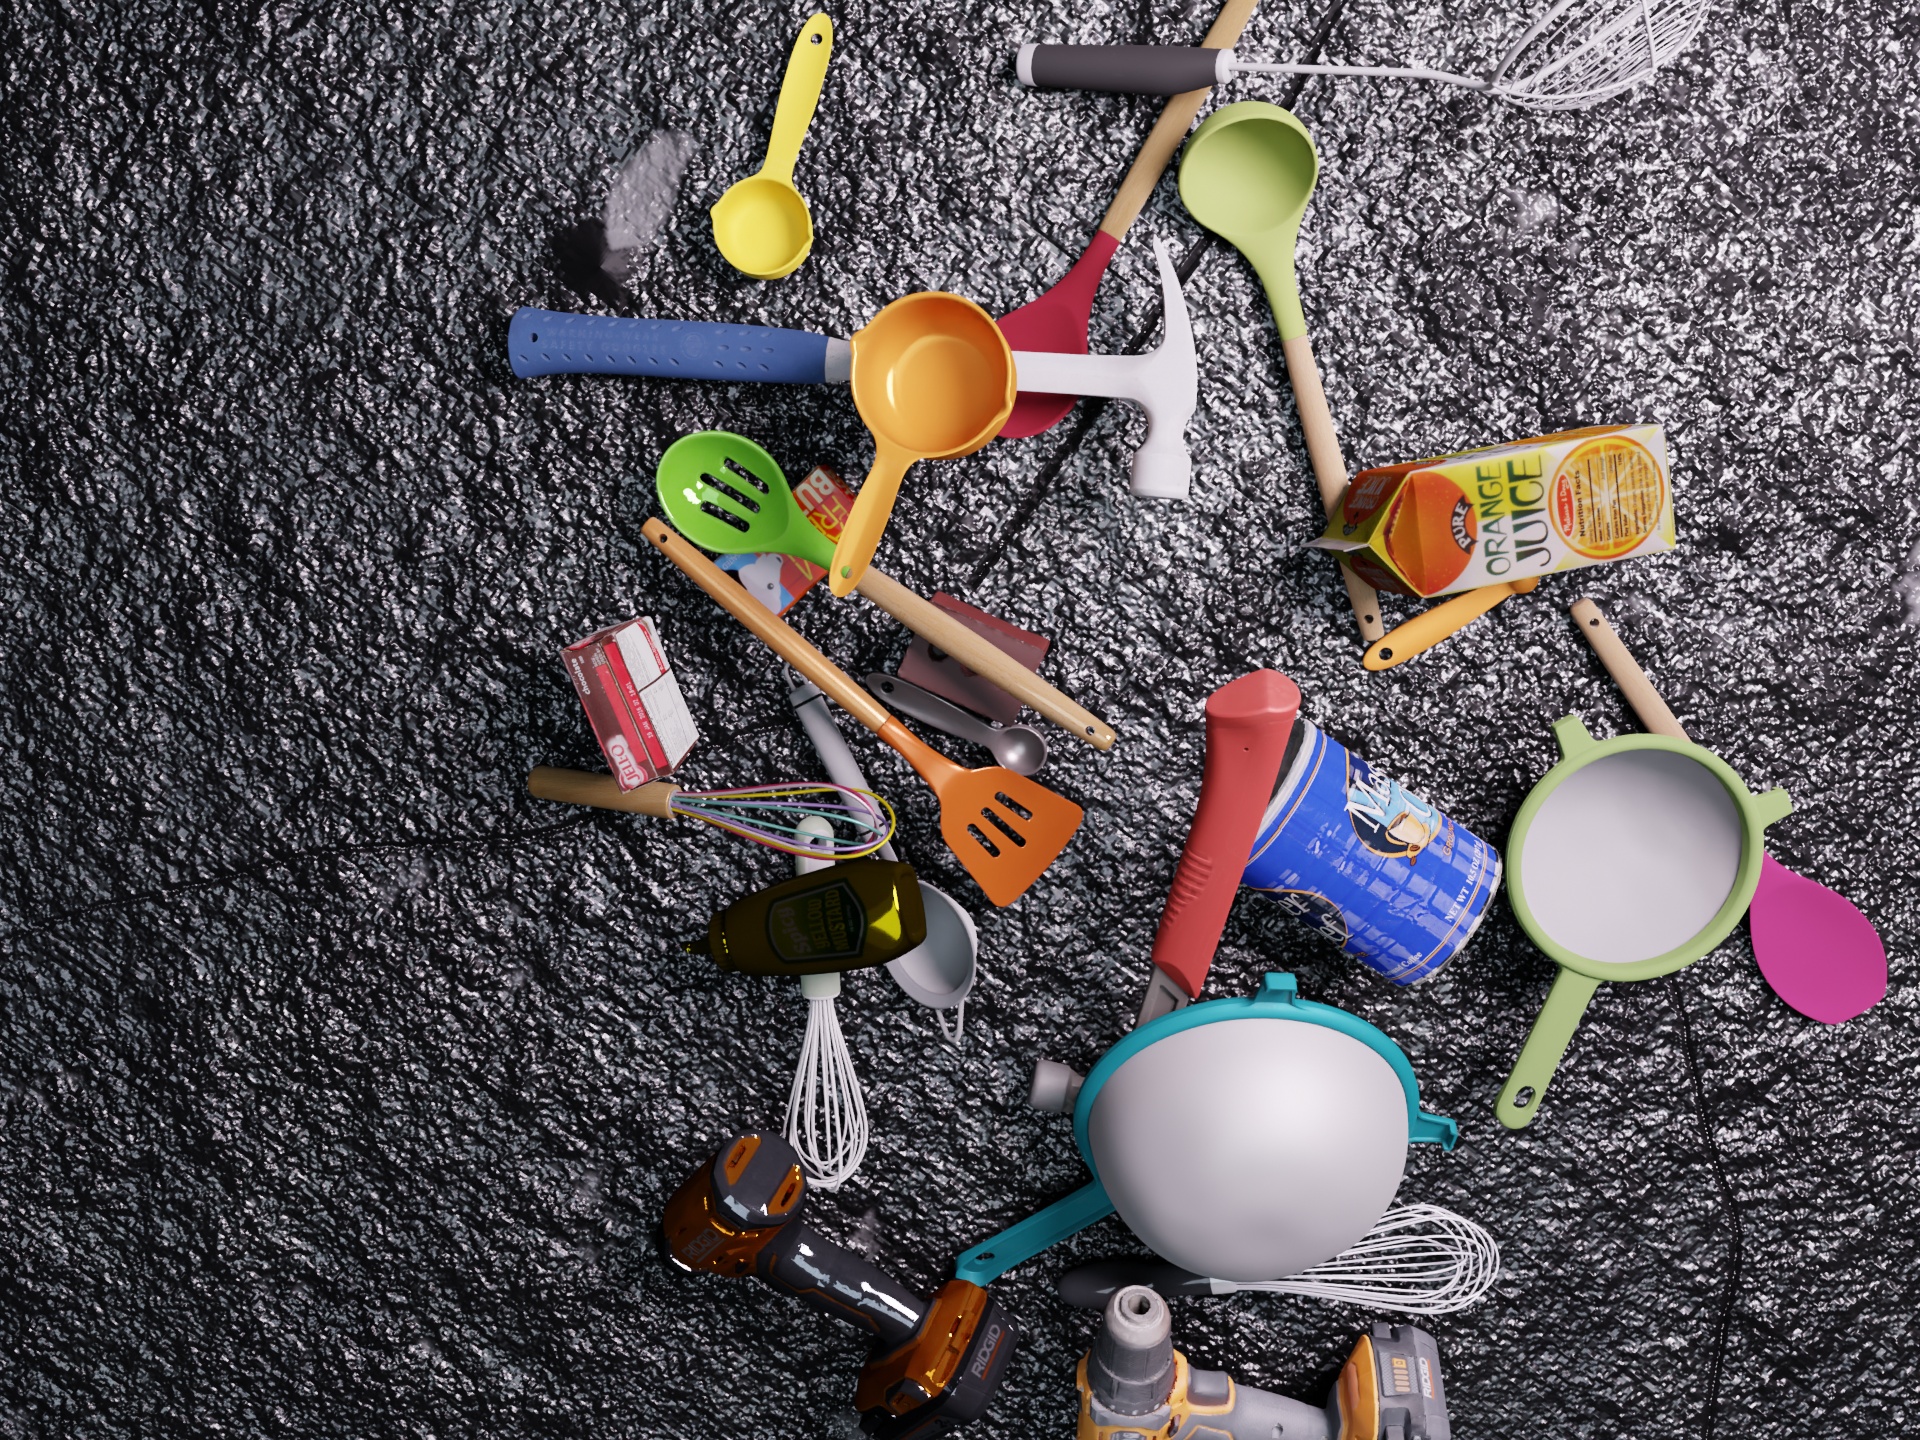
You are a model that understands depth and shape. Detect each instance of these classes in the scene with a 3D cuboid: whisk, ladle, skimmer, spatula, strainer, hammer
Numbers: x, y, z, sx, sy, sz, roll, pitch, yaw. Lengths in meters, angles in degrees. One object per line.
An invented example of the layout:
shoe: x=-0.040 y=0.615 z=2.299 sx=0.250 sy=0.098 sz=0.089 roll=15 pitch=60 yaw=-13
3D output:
whisk: x=-0.156 y=0.051 z=0.987 sx=0.245 sy=0.051 sz=0.047 roll=7 pitch=79 yaw=16
whisk: x=-0.089 y=0.183 z=1.021 sx=0.057 sy=0.059 sz=0.246 roll=-5 pitch=97 yaw=-22
ladle: x=0.199 y=-0.195 z=0.922 sx=0.078 sy=0.062 sz=0.320 roll=-14 pitch=103 yaw=20
skimmer: x=0.202 y=-0.373 z=0.834 sx=0.363 sy=0.127 sz=0.090 roll=11 pitch=107 yaw=24
spatula: x=-0.066 y=-0.013 z=0.968 sx=0.322 sy=0.041 sz=0.081 roll=41 pitch=90 yaw=-3
strainer: x=-0.047 y=0.077 z=1.000 sx=0.087 sy=0.050 sz=0.258 roll=-24 pitch=94 yaw=44
whisk: x=0.203 y=0.357 z=1.035 sx=0.284 sy=0.070 sz=0.070 roll=-8 pitch=101 yaw=11
hammer: x=0.142 y=0.124 z=0.922 sx=0.149 sy=0.037 sz=0.358 roll=11 pitch=128 yaw=0
strainer: x=0.375 y=0.123 z=0.965 sx=0.151 sy=0.069 sz=0.256 roll=18 pitch=103 yaw=-5
strainer: x=0.127 y=0.303 z=0.972 sx=0.340 sy=0.095 sz=0.210 roll=-36 pitch=120 yaw=23
hammer: x=-0.065 y=-0.215 z=0.923 sx=0.405 sy=0.035 sz=0.144 roll=6 pitch=95 yaw=9
ladle: x=0.098 y=-0.305 z=0.920 sx=0.069 sy=0.031 sz=0.315 roll=31 pitch=100 yaw=2

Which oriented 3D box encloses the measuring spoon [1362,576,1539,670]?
measuring spoon: x=0.297 y=-0.062 z=0.962 sx=0.117 sy=0.011 sz=0.021 roll=-30 pitch=98 yaw=9

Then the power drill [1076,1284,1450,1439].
power drill: x=0.187 y=0.425 z=1.007 sx=0.226 sy=0.084 sz=0.185 roll=3 pitch=129 yaw=4

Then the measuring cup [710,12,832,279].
measuring cup: x=-0.101 y=-0.335 z=0.933 sx=0.062 sy=0.029 sz=0.156 roll=16 pitch=90 yaw=1

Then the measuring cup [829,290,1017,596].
measuring cup: x=-0.029 y=-0.148 z=0.879 sx=0.095 sy=0.052 sz=0.173 roll=25 pitch=100 yaw=7

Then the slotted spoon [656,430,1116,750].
slotted spoon: x=-0.043 y=-0.072 z=0.929 sx=0.314 sy=0.031 sz=0.070 roll=34 pitch=101 yaw=9

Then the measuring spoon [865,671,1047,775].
measuring spoon: x=-0.002 y=-0.003 z=0.996 sx=0.124 sy=0.018 sz=0.034 roll=25 pitch=119 yaw=5

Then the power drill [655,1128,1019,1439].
power drill: x=-0.093 y=0.370 z=1.029 sx=0.226 sy=0.084 sz=0.164 roll=38 pitch=134 yaw=-4

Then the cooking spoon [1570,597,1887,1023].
cooking spoon: x=0.465 y=0.056 z=0.972 sx=0.069 sy=0.017 sz=0.319 roll=-35 pitch=98 yaw=15
